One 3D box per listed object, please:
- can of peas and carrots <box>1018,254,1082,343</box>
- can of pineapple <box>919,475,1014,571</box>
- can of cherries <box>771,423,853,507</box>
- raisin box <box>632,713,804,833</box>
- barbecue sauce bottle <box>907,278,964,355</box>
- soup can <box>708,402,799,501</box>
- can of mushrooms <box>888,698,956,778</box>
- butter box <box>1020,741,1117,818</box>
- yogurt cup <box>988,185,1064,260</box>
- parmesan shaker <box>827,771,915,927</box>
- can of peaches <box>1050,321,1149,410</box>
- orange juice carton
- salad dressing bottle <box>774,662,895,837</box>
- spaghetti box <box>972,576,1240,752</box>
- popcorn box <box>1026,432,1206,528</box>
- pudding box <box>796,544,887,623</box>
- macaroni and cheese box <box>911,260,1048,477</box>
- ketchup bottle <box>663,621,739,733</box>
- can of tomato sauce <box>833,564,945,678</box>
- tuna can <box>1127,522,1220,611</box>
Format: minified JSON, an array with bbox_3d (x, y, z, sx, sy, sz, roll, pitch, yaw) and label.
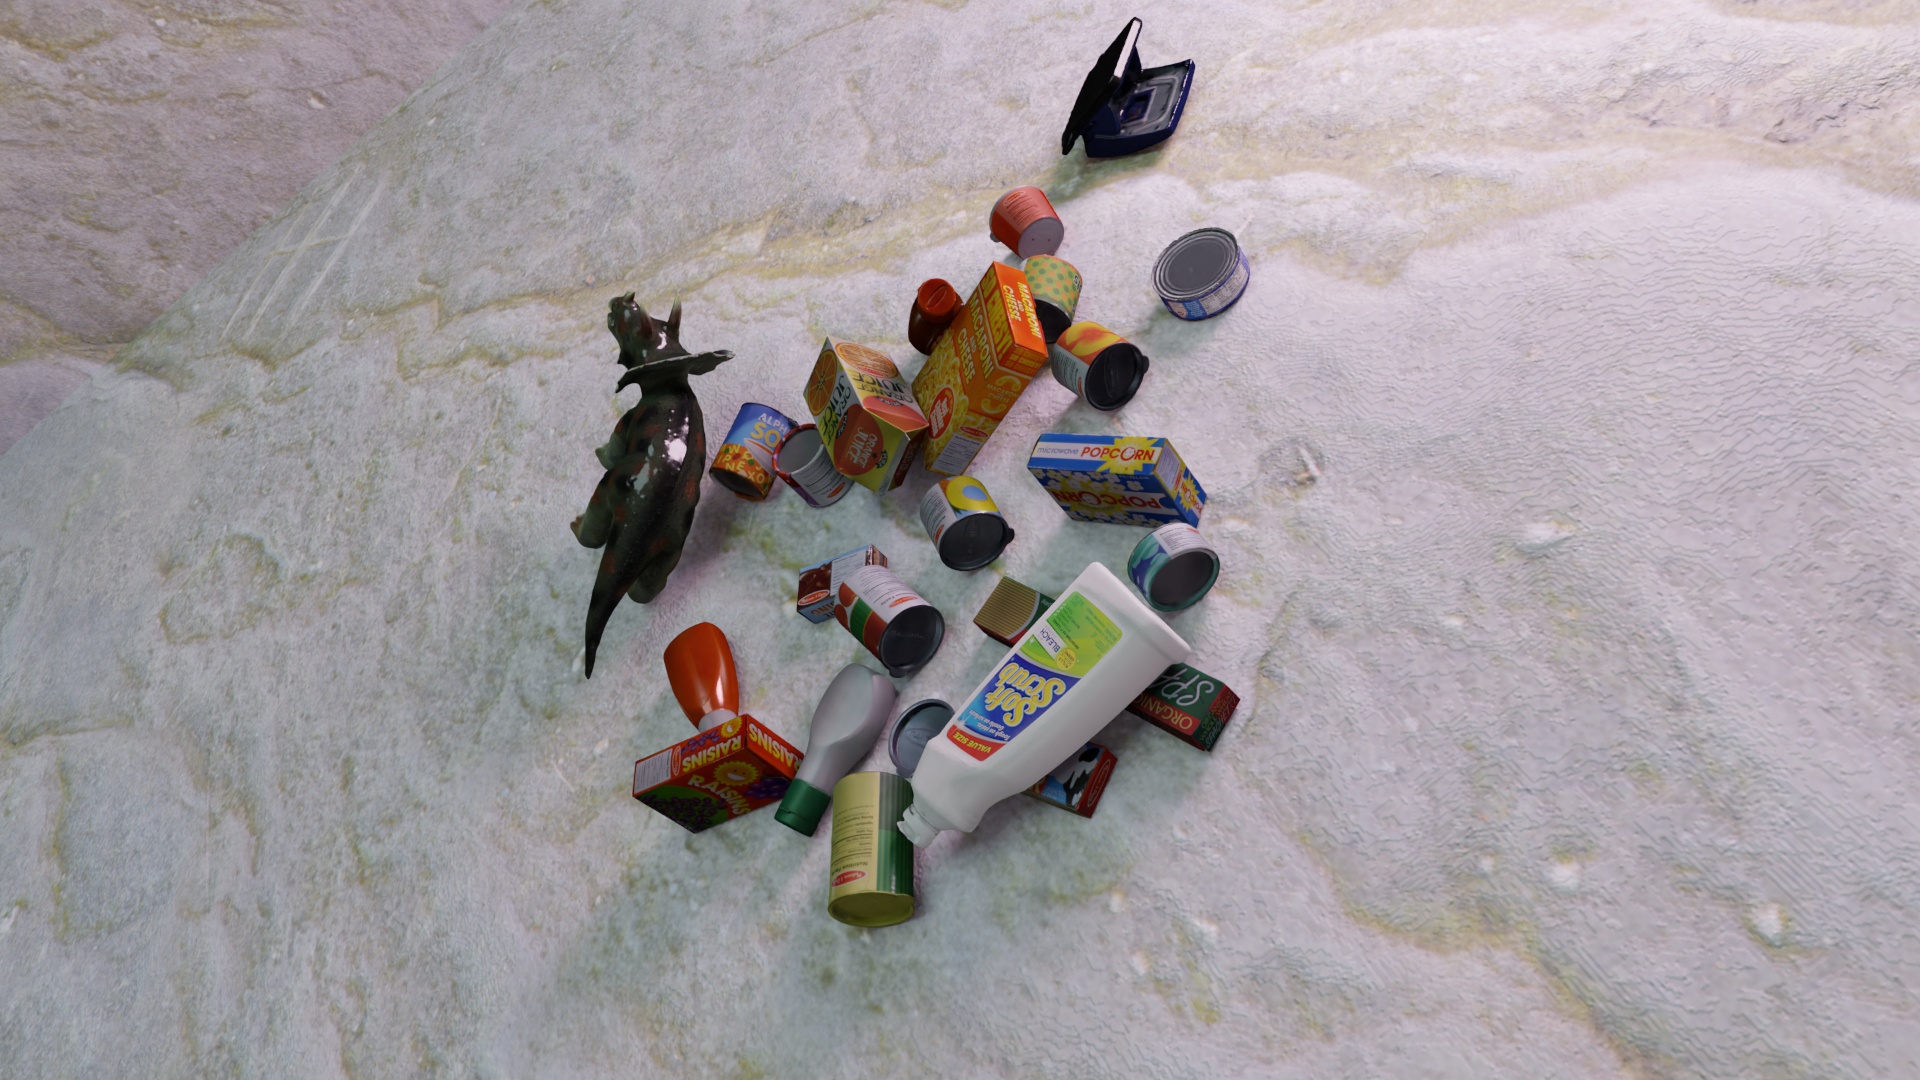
[{"bbox_3d":[0.083,-0.233,1.343,0.071,0.070,0.059,-5,55,34],"label":"can of peas and carrots"},{"bbox_3d":[0.004,-0.015,1.234,0.071,0.071,0.058,-37,44,8],"label":"can of pineapple"},{"bbox_3d":[-0.149,-0.077,1.396,0.071,0.058,0.072,-19,49,24],"label":"can of cherries"},{"bbox_3d":[-0.209,0.204,1.206,0.123,0.086,0.040,-25,45,19],"label":"raisin box"},{"bbox_3d":[-0.024,-0.223,1.364,0.065,0.043,0.148,-50,-1,-3],"label":"barbecue sauce bottle"},{"bbox_3d":[-0.214,-0.092,1.451,0.071,0.071,0.084,4,61,38],"label":"soup can"},{"bbox_3d":[-0.024,0.168,1.136,0.071,0.033,0.071,-19,49,23],"label":"can of mushrooms"},{"bbox_3d":[0.066,0.173,1.072,0.103,0.024,0.053,13,68,42],"label":"butter box"},{"bbox_3d":[0.070,-0.321,1.421,0.072,0.072,0.054,-38,52,6],"label":"yogurt cup"},{"bbox_3d":[-0.066,0.241,1.087,0.071,0.071,0.103,-20,47,23],"label":"parmesan shaker"},{"bbox_3d":[0.125,-0.159,1.255,0.071,0.071,0.058,-46,43,-2],"label":"can of peaches"},{"bbox_3d":[-0.089,-0.118,1.347,0.071,0.073,0.193,-63,32,26],"label":"orange juice carton"},{"bbox_3d":[-0.109,0.178,1.183,0.064,0.044,0.148,13,68,40],"label":"salad dressing bottle"},{"bbox_3d":[0.109,0.093,1.099,0.250,0.028,0.050,25,76,45],"label":"spaghetti box"},{"bbox_3d":[0.129,-0.049,1.152,0.126,0.085,0.038,6,62,39],"label":"popcorn box"},{"bbox_3d":[-0.111,0.040,1.300,0.083,0.030,0.050,-20,49,23],"label":"pudding box"},{"bbox_3d":[0.015,-0.159,1.300,0.165,0.040,0.124,-52,34,37],"label":"macaroni and cheese box"},{"bbox_3d":[-0.236,0.145,1.301,0.064,0.043,0.149,-38,44,8],"label":"ketchup bottle"},{"bbox_3d":[-0.064,0.070,1.219,0.071,0.071,0.083,-48,43,-5],"label":"can of tomato sauce"},{"bbox_3d":[0.166,0.023,1.086,0.071,0.071,0.033,-38,44,6],"label":"tuna can"}]
